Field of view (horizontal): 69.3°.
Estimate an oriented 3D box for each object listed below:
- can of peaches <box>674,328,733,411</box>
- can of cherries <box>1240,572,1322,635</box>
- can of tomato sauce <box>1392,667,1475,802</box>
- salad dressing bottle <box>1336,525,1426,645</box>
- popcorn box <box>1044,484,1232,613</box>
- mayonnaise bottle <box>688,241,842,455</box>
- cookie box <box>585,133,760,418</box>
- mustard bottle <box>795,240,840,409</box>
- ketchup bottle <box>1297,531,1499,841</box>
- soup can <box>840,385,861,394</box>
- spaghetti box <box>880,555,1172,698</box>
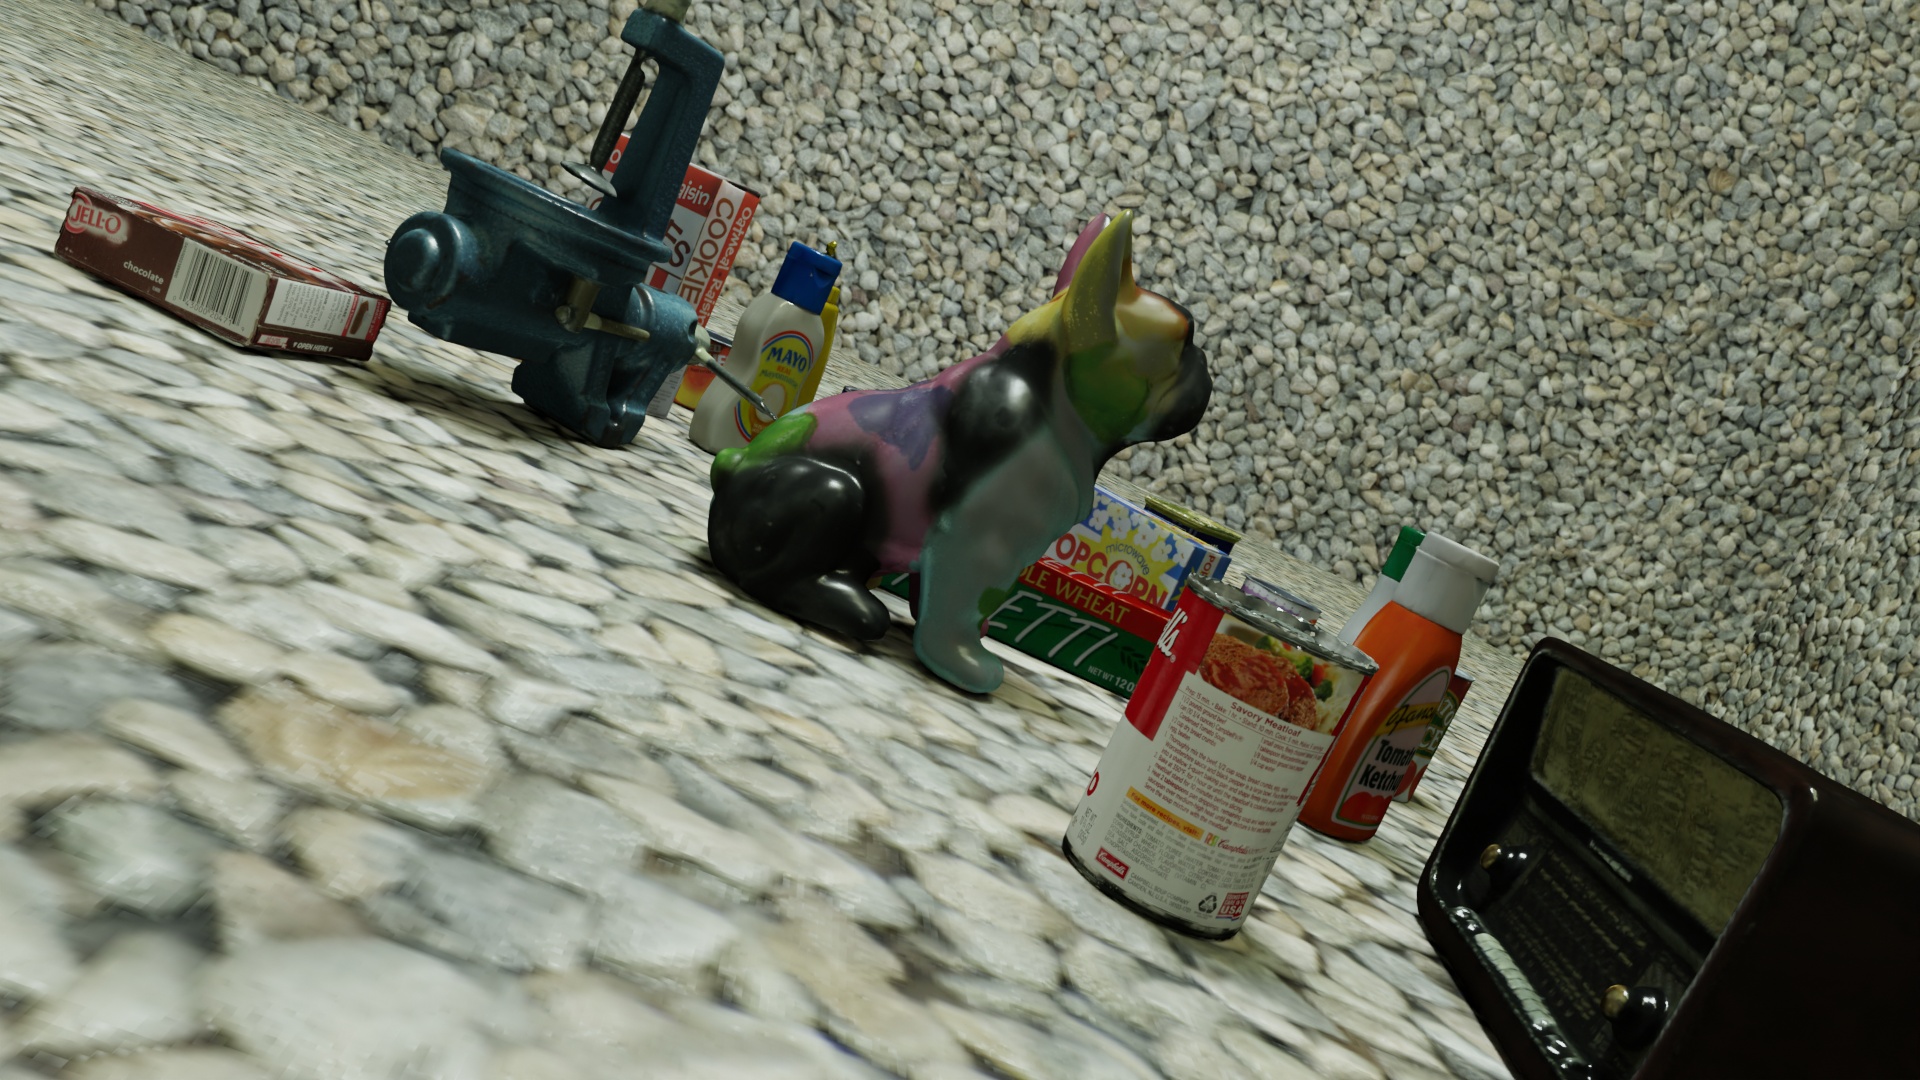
[{"bbox_3d":[-0.195,-0.130,1.071,0.071,0.058,0.071,24,8,-3],"label":"can of peaches"},{"bbox_3d":[0.246,0.067,1.120,0.071,0.058,0.071,24,8,-3],"label":"can of cherries"},{"bbox_3d":[0.255,0.104,0.823,0.071,0.083,0.071,24,8,-3],"label":"can of tomato sauce"},{"bbox_3d":[0.295,0.063,0.973,0.064,0.147,0.044,18,10,-43],"label":"salad dressing bottle"},{"bbox_3d":[0.103,0.021,0.893,0.038,0.085,0.127,18,10,-41],"label":"popcorn box"},{"bbox_3d":[-0.124,-0.123,0.918,0.065,0.148,0.041,18,10,-43],"label":"mayonnaise bottle"},{"bbox_3d":[-0.220,-0.185,0.962,0.123,0.167,0.040,30,9,34],"label":"cookie box"},{"bbox_3d":[-0.125,-0.146,1.021,0.049,0.160,0.065,30,9,34],"label":"mustard bottle"},{"bbox_3d":[0.205,0.069,0.663,0.065,0.148,0.043,18,11,-45],"label":"ketchup bottle"},{"bbox_3d":[-0.057,-0.041,0.823,0.071,0.083,0.071,24,8,-3],"label":"soup can"},{"bbox_3d":[0.051,0.039,0.750,0.250,0.050,0.029,24,8,-3],"label":"spaghetti box"}]
